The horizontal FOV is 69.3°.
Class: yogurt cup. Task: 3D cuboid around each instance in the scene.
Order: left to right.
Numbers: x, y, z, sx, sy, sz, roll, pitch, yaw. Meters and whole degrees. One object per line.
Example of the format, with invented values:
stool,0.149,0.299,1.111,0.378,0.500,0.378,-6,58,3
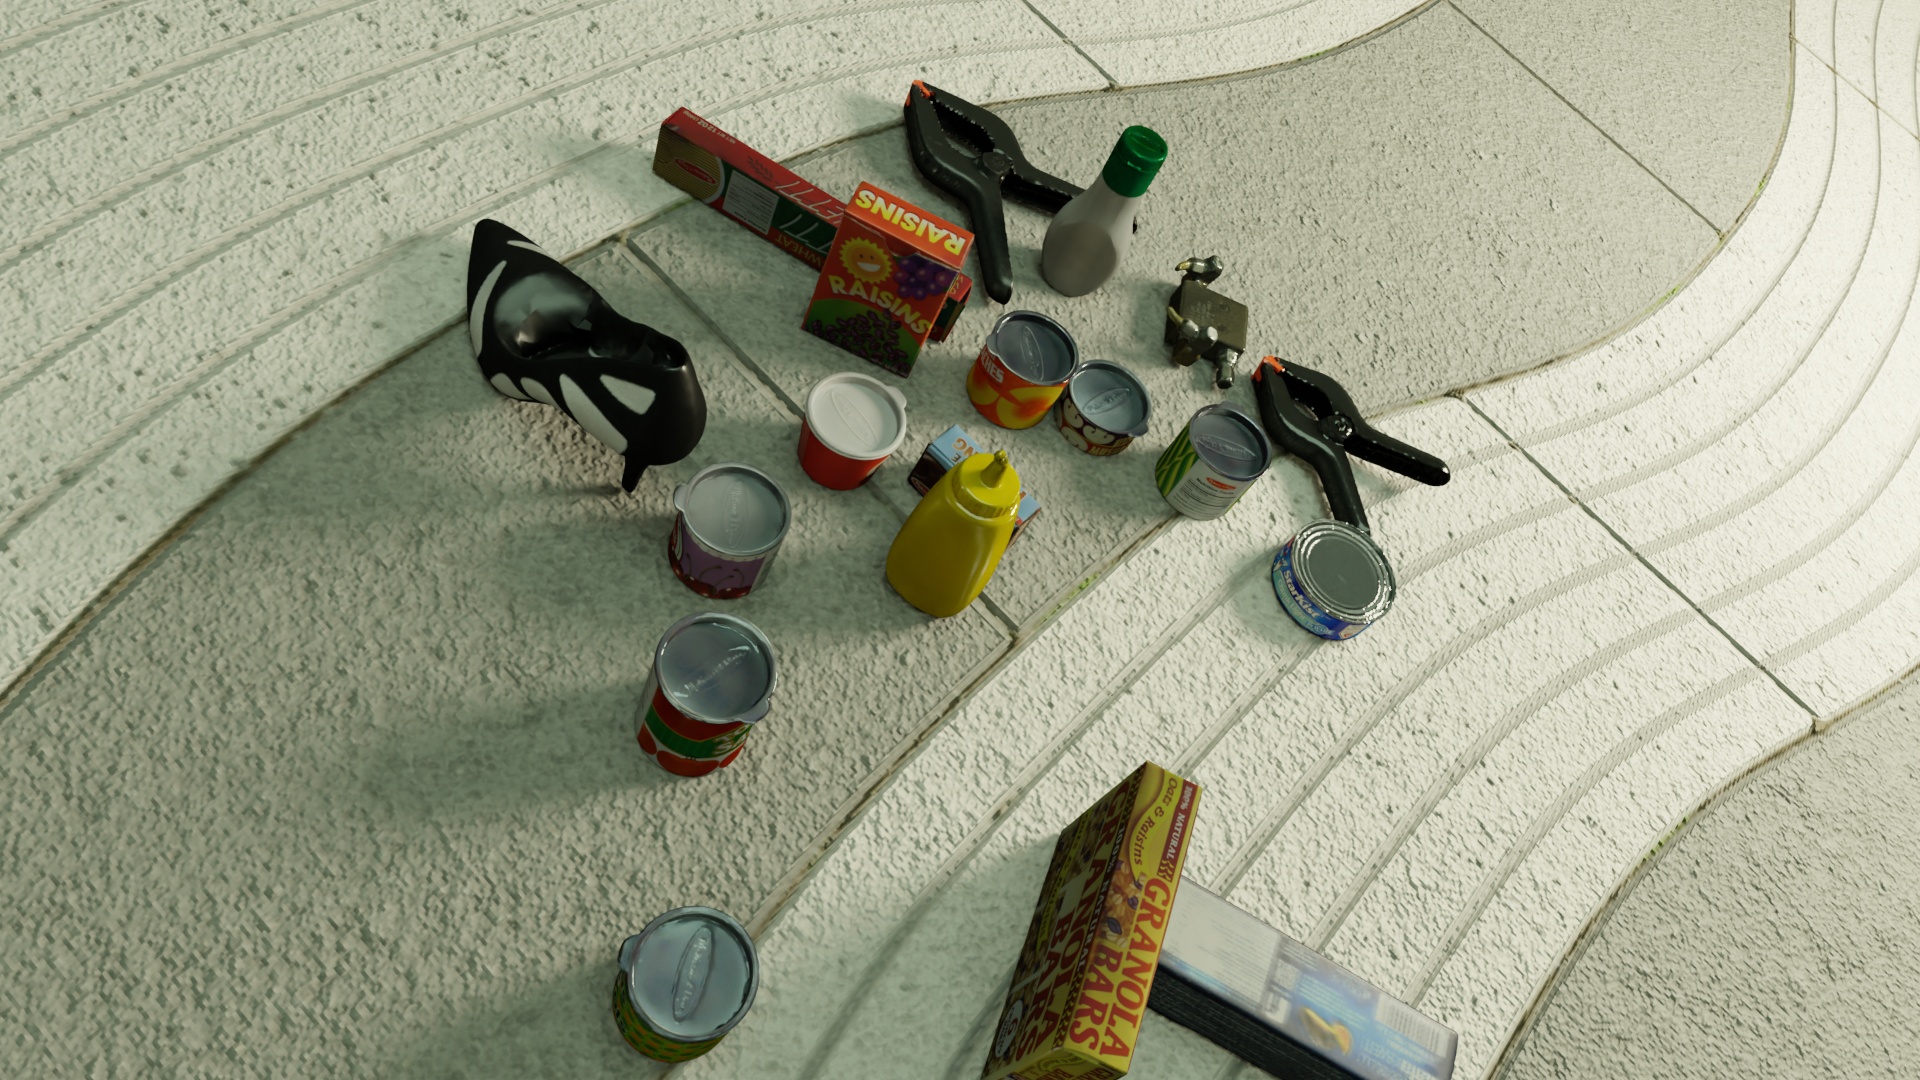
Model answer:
yogurt cup,-0.075,-0.069,0.920,0.072,0.053,0.073,10,57,-16

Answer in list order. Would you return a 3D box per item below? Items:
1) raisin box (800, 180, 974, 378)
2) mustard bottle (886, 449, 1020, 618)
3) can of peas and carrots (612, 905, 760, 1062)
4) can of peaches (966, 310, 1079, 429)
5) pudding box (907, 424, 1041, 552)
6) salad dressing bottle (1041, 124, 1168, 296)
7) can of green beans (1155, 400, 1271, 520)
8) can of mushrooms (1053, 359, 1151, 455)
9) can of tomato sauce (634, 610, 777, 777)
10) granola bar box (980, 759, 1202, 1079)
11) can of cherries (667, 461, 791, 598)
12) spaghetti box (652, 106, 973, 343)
raisin box,-0.052,-0.176,0.953,0.086,0.122,0.040,26,54,-5
mustard bottle,0.003,-0.011,0.849,0.065,0.159,0.049,36,54,2
can of peas and carrots,-0.143,0.226,0.706,0.071,0.058,0.071,10,57,-16
can of peaches,0.042,-0.122,0.998,0.071,0.057,0.071,10,57,-16
pudding box,0.009,-0.032,0.933,0.084,0.049,0.030,44,54,8
salad dressing bottle,0.109,-0.247,1.047,0.064,0.147,0.044,29,54,-4
can of green beans,0.184,-0.056,1.015,0.071,0.057,0.071,10,57,-16
can of mushrooms,0.106,-0.096,1.023,0.071,0.033,0.071,10,57,-16
can of tomato sauce,-0.142,0.088,0.776,0.071,0.082,0.071,10,57,-16
granola bar box,0.072,0.217,0.757,0.039,0.123,0.166,27,54,-5
can of cherries,-0.145,-0.006,0.850,0.071,0.058,0.072,10,57,-16
spaghetti box,-0.107,-0.227,1.008,0.250,0.050,0.029,31,54,-2
